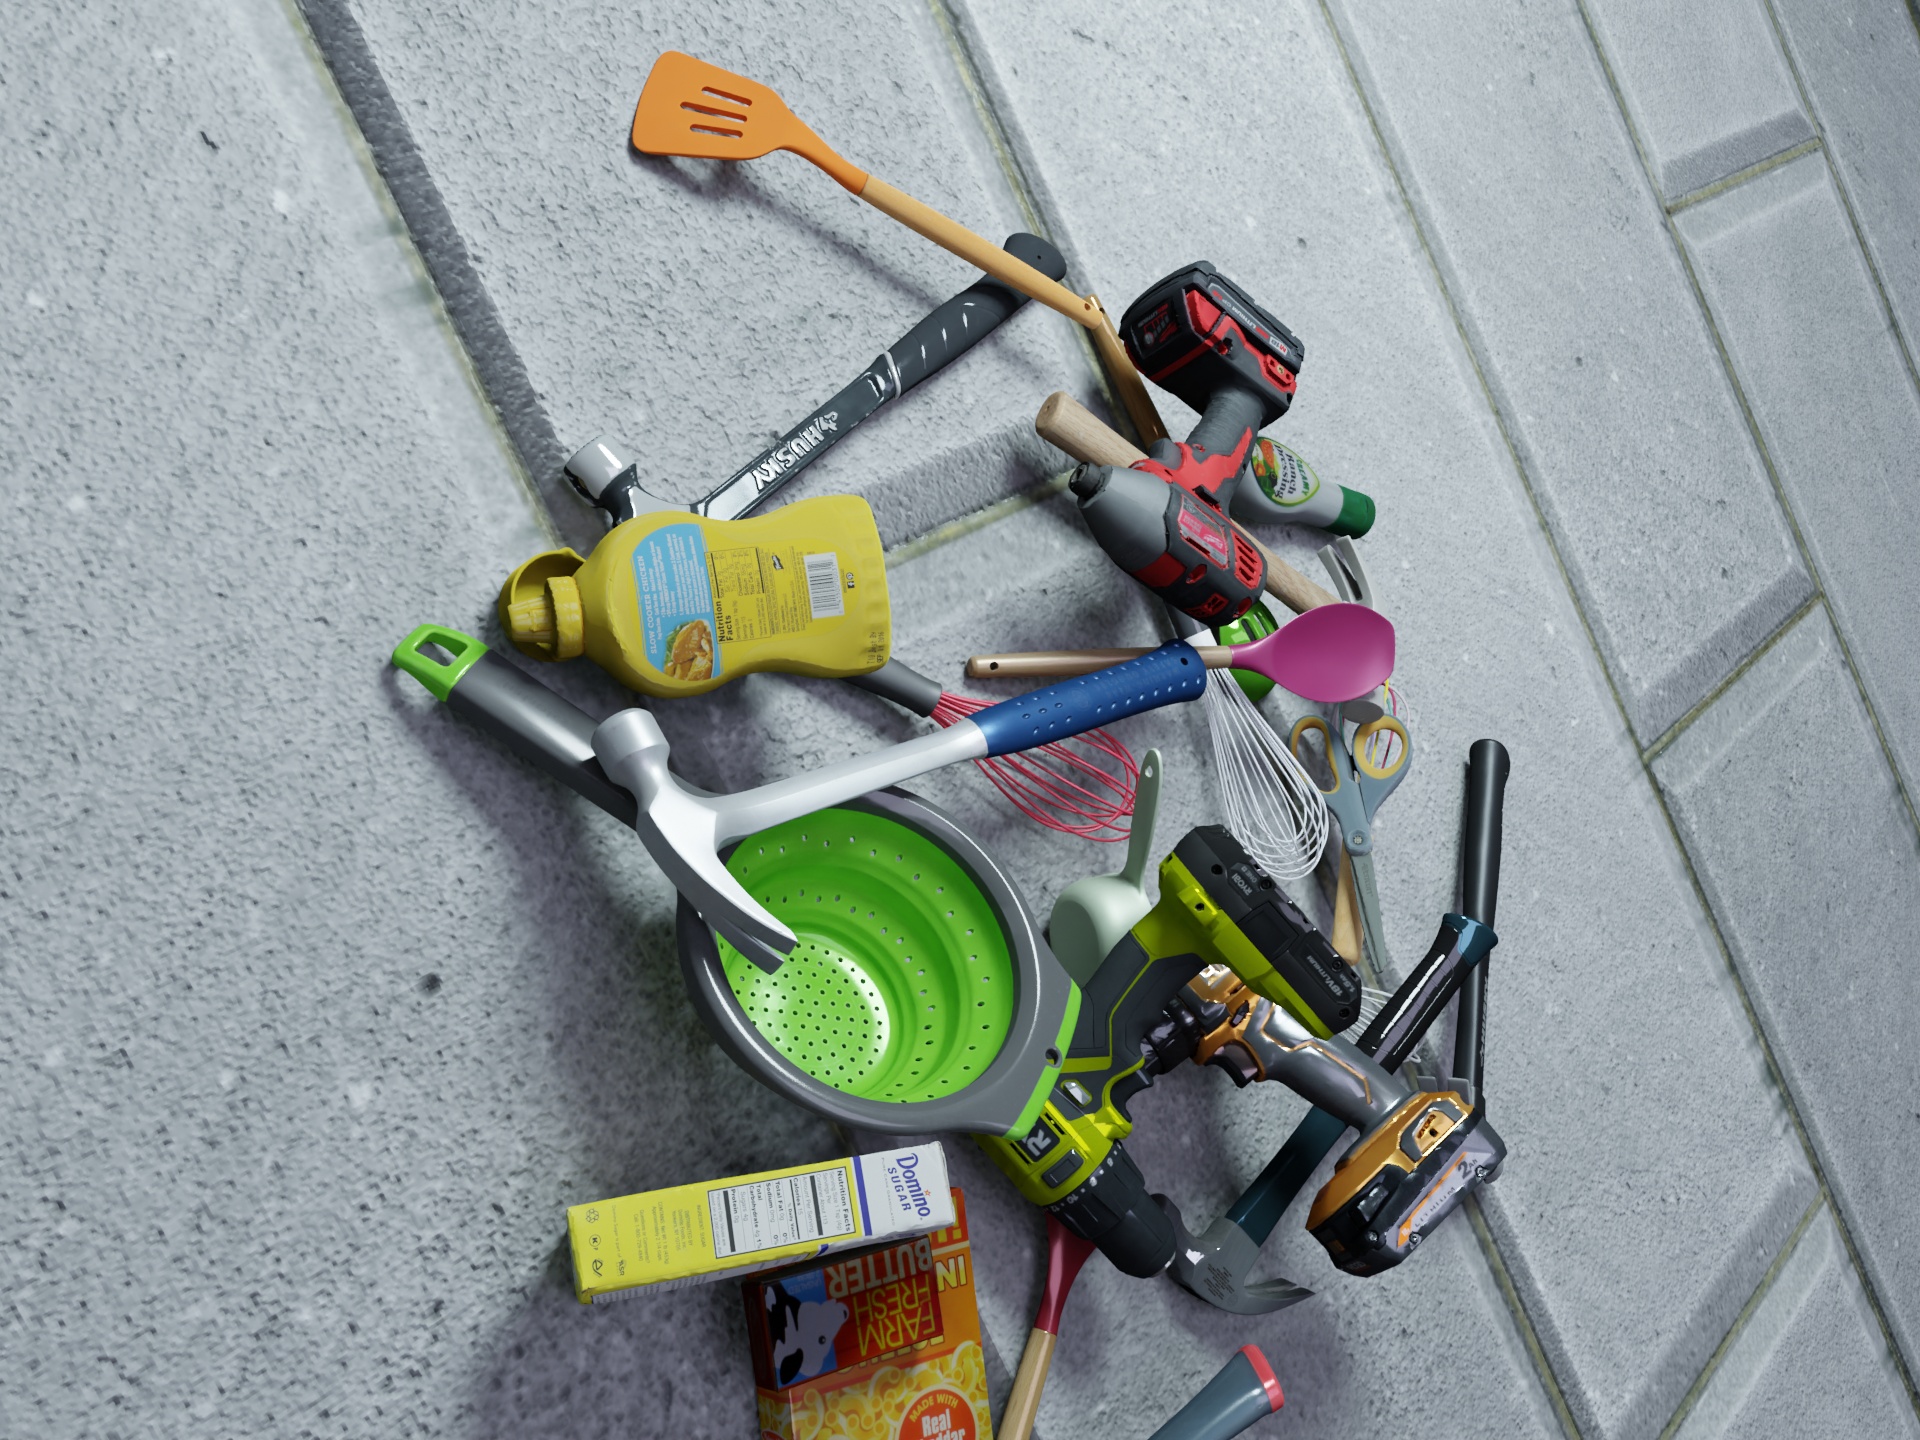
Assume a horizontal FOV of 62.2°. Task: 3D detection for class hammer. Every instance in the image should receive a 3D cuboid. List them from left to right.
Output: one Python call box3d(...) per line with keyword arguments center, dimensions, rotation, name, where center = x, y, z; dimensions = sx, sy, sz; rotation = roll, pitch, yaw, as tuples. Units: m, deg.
box3d(center=(-0.051, -0.199, 0.977), dimensions=(0.149, 0.036, 0.409), rotation=(48, 53, -6), name="hammer")
box3d(center=(0.002, 0.018, 0.884), dimensions=(0.405, 0.035, 0.144), rotation=(-17, 66, -41), name="hammer")
box3d(center=(0.039, 0.445, 0.846), dimensions=(0.386, 0.143, 0.038), rotation=(-20, 91, -43), name="hammer")
box3d(center=(0.184, -0.127, 1.103), dimensions=(0.331, 0.031, 0.130), rotation=(31, 53, -26), name="hammer")
box3d(center=(0.254, 0.251, 1.058), dimensions=(0.331, 0.033, 0.128), rotation=(-45, 107, -20), name="hammer")
box3d(center=(0.388, 0.164, 1.199), dimensions=(0.146, 0.035, 0.335), rotation=(49, 47, -48), name="hammer")

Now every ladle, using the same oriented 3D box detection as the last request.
box3d(center=(0.039, 0.379, 0.919), dimensions=(0.069, 0.031, 0.316), rotation=(32, 63, -26), name="ladle")

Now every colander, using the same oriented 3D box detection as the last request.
box3d(center=(-0.129, 0.090, 0.833), dimensions=(0.397, 0.094, 0.205), rotation=(35, 44, -5), name="colander")

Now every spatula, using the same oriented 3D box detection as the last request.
box3d(center=(-0.046, -0.321, 1.000), dimensions=(0.322, 0.041, 0.081), rotation=(23, 63, -26), name="spatula")

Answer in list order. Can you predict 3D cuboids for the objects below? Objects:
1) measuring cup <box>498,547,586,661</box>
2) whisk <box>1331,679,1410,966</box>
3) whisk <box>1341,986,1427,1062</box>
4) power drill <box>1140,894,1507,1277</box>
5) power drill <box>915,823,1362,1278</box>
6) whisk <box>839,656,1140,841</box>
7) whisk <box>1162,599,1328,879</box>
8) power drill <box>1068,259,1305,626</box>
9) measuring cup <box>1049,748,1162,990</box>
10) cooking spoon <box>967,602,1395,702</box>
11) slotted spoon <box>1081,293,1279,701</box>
box3d(center=(-0.177, -0.050, 0.865), dimensions=(0.156, 0.029, 0.062), rotation=(13, 72, -40), name="measuring cup")
box3d(center=(0.290, 0.063, 1.152), dimensions=(0.051, 0.047, 0.245), rotation=(30, 56, -23), name="whisk")
box3d(center=(0.232, 0.180, 1.099), dimensions=(0.246, 0.059, 0.058), rotation=(31, 19, -23), name="whisk")
box3d(center=(0.194, 0.233, 0.980), dimensions=(0.185, 0.084, 0.226), rotation=(-36, 72, -20), name="power drill")
box3d(center=(0.113, 0.190, 0.908), dimensions=(0.228, 0.080, 0.190), rotation=(-42, 92, 4), name="power drill")
box3d(center=(-0.002, -0.003, 0.963), dimensions=(0.295, 0.073, 0.073), rotation=(28, 64, -21), name="whisk")
box3d(center=(0.177, -0.022, 1.100), dimensions=(0.070, 0.070, 0.284), rotation=(-23, 87, -38), name="whisk")
box3d(center=(0.143, -0.180, 1.024), dimensions=(0.143, 0.078, 0.220), rotation=(31, 57, -25), name="power drill")
box3d(center=(0.091, 0.093, 0.960), dimensions=(0.038, 0.083, 0.167), rotation=(-7, 119, -29), name="measuring cup")
box3d(center=(0.154, -0.042, 1.056), dimensions=(0.318, 0.017, 0.068), rotation=(-3, 98, -21), name="cooking spoon")
box3d(center=(0.159, -0.160, 1.136), dimensions=(0.070, 0.031, 0.313), rotation=(-31, 96, -42), name="slotted spoon")
